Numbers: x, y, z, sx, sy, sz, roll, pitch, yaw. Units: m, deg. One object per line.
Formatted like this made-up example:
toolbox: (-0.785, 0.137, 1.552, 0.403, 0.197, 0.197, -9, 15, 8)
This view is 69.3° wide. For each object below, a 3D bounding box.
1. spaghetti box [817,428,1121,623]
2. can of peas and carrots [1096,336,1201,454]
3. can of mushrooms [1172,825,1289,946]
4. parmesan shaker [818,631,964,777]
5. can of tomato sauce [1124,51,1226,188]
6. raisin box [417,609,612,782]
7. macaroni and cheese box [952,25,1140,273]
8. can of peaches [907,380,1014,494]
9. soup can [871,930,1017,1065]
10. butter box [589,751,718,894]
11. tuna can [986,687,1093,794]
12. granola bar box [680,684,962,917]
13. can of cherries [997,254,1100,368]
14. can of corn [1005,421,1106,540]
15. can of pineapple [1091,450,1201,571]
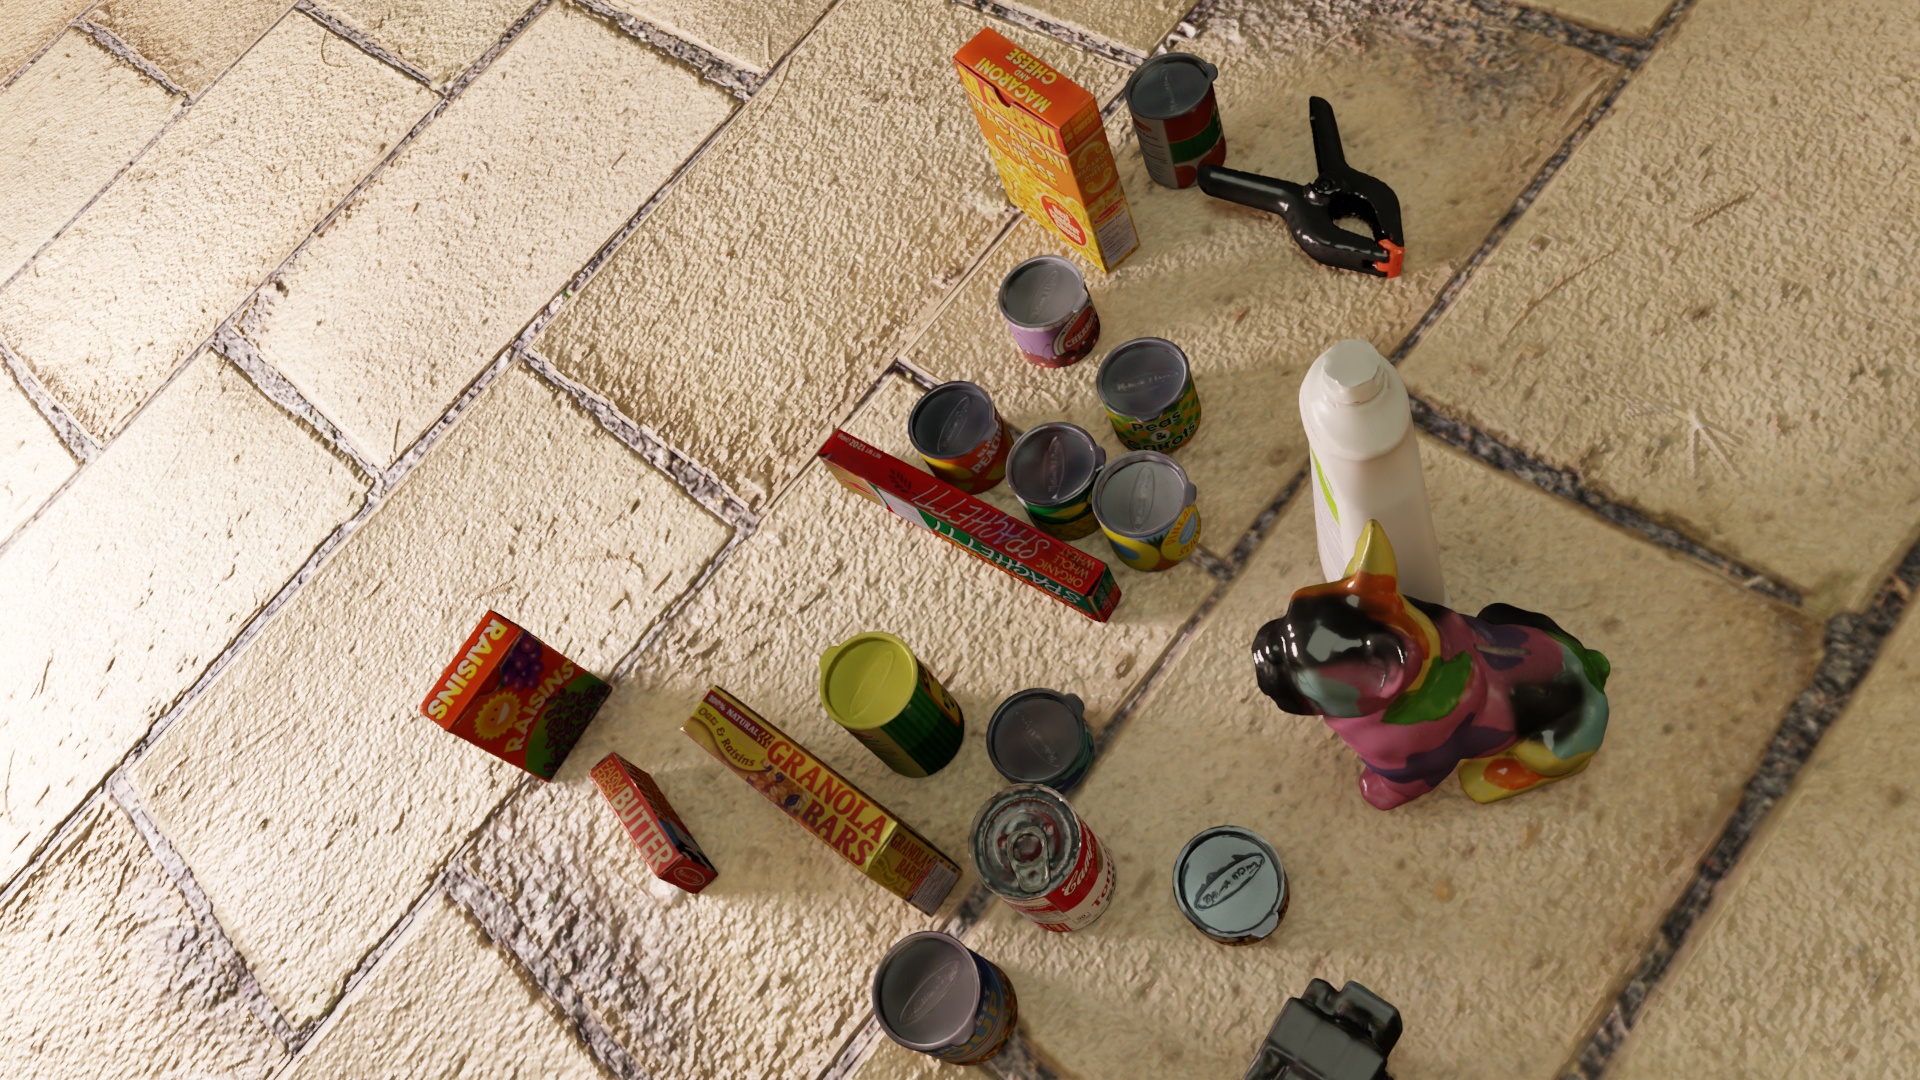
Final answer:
spaghetti box: (0.004, -0.012, 0.994, 0.250, 0.050, 0.029, 28, 76, 29)
can of peas and carrots: (0.136, -0.100, 0.989, 0.071, 0.058, 0.071, -8, 61, 15)
can of mushrooms: (0.164, 0.209, 0.831, 0.071, 0.033, 0.071, -8, 61, 15)
parmesan shaker: (-0.045, 0.108, 0.917, 0.071, 0.102, 0.071, -8, 61, 16)
can of tomato sauce: (0.171, -0.326, 1.081, 0.071, 0.083, 0.071, -8, 61, 16)
raisin box: (-0.316, 0.114, 0.997, 0.040, 0.123, 0.086, 25, 75, 29)
macaroni and cheese box: (0.067, -0.292, 1.050, 0.040, 0.166, 0.124, -43, 58, -5)
can of peaches: (0.004, -0.074, 1.022, 0.071, 0.058, 0.071, -8, 61, 15)
soup can: (-0.006, 0.276, 0.826, 0.071, 0.083, 0.071, -8, 61, 16)
butter box: (-0.213, 0.195, 0.959, 0.024, 0.053, 0.104, -42, 58, -5)
tuna can: (0.055, 0.131, 0.911, 0.071, 0.032, 0.071, -8, 61, 15)
granola bar box: (-0.087, 0.166, 0.888, 0.166, 0.124, 0.039, 30, 77, 30)
can of cherries: (0.070, -0.171, 1.049, 0.071, 0.058, 0.072, -8, 61, 15)
can of corn: (0.074, -0.041, 0.980, 0.071, 0.058, 0.071, -8, 61, 15)
can of pineapple: (0.129, -0.019, 0.949, 0.071, 0.057, 0.071, -8, 61, 15)
